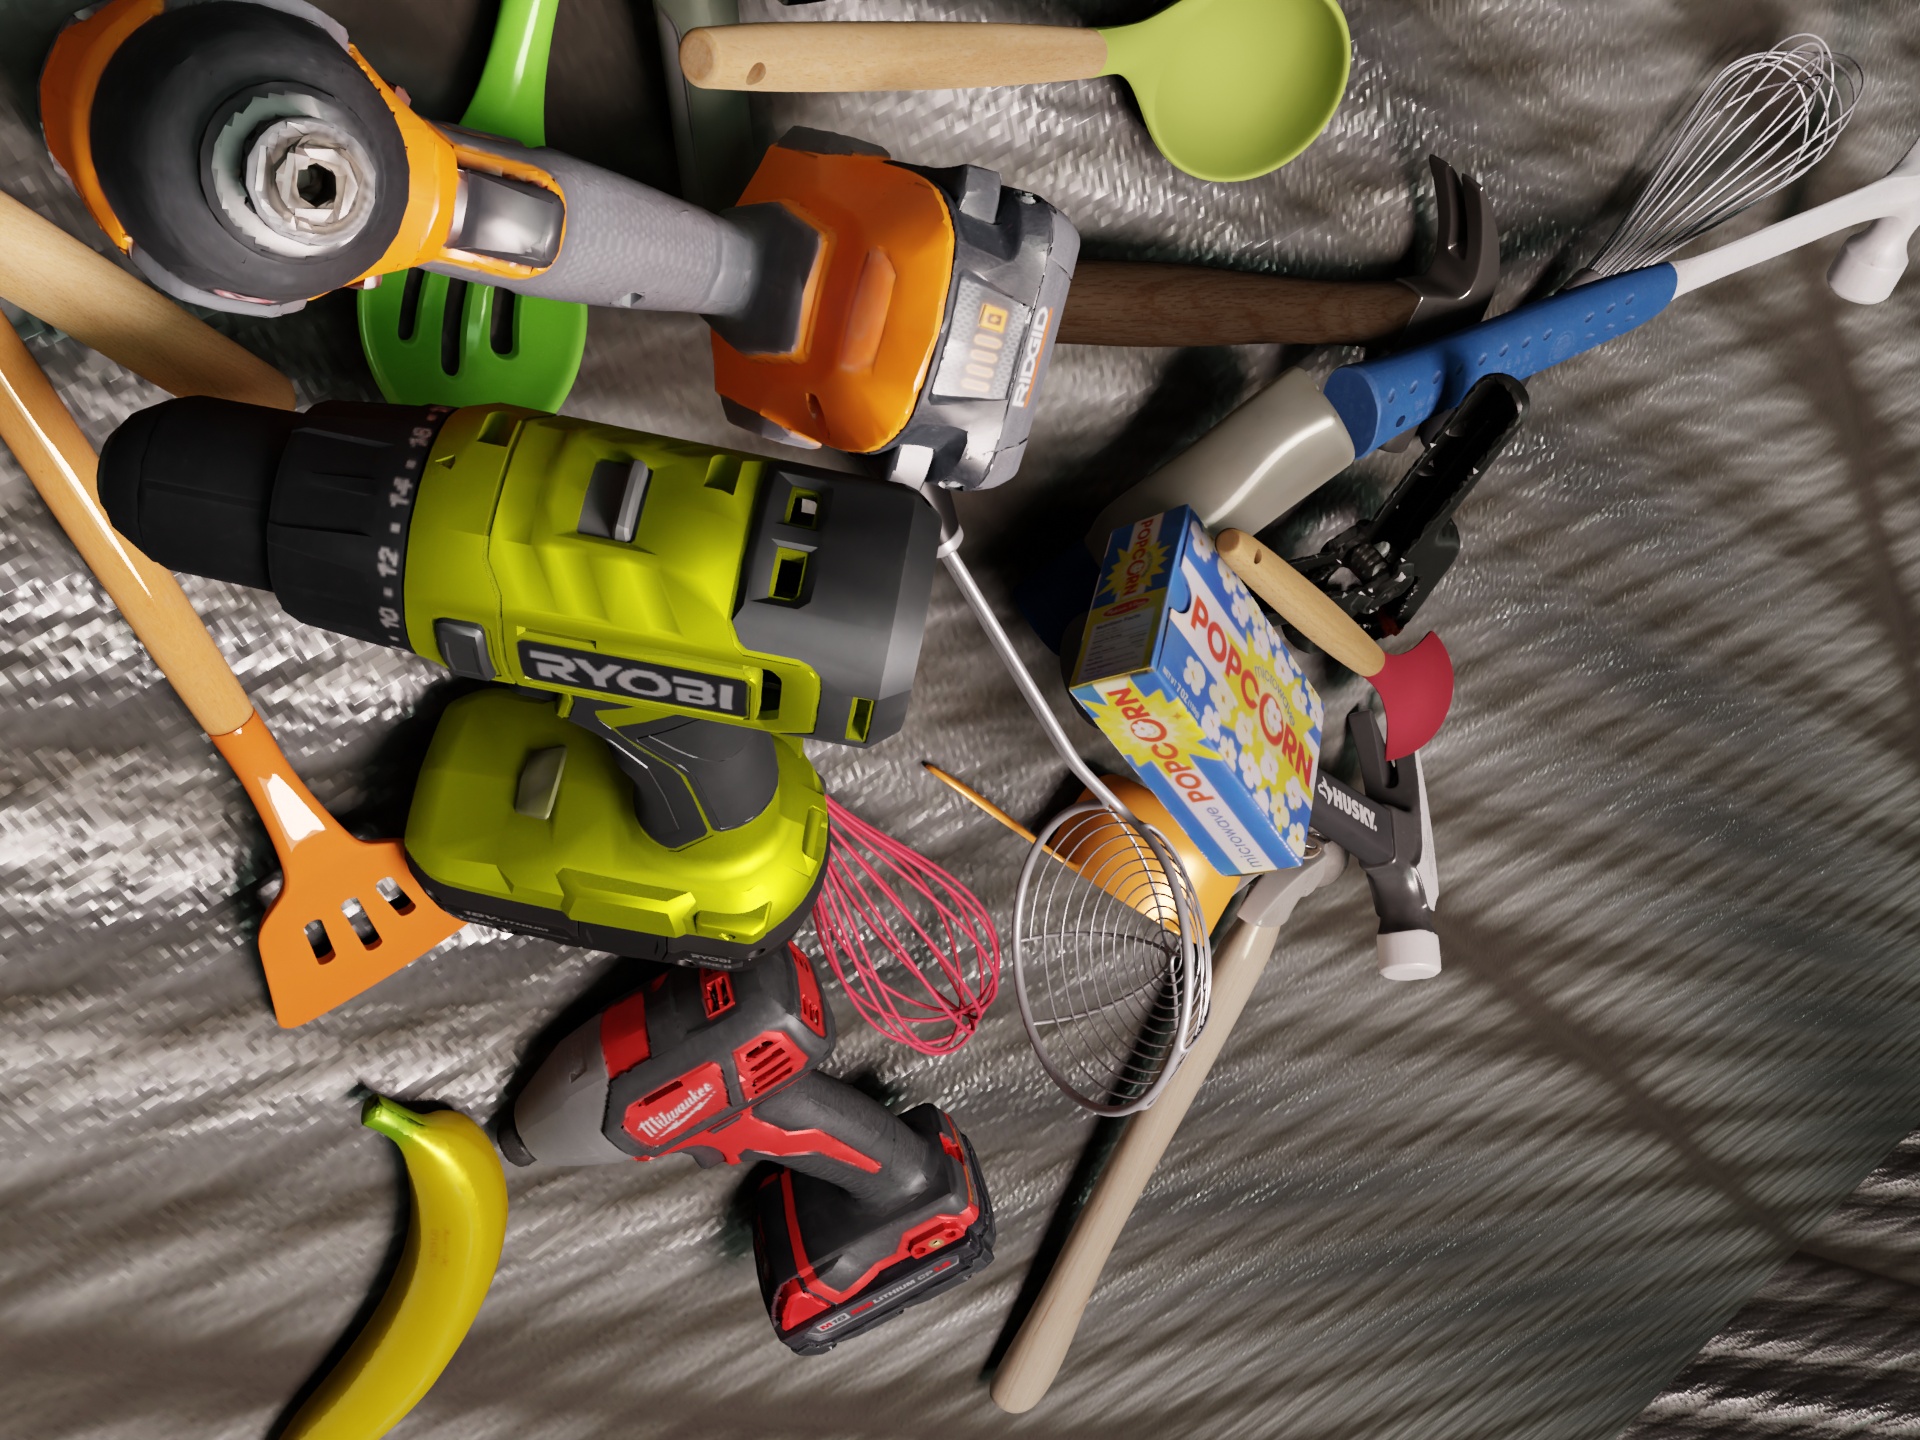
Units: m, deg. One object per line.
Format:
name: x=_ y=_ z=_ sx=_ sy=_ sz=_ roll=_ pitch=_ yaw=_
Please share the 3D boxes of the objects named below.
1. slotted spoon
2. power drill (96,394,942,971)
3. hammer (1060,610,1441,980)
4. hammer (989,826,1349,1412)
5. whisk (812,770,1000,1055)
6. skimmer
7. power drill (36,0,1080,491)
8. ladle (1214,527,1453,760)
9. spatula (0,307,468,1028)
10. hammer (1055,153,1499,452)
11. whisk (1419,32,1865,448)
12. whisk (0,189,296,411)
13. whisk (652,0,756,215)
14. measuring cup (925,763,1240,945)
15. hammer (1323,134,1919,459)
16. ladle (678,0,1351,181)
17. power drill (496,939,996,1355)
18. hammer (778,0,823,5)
slotted spoon: x=-0.108 y=-0.226 z=0.429 sx=0.070 sy=0.031 sz=0.313 roll=1 pitch=115 yaw=-42
power drill: x=-0.113 y=-0.007 z=0.448 sx=0.190 sy=0.080 sz=0.228 roll=10 pitch=154 yaw=-4
hammer: x=0.149 y=0.019 z=0.751 sx=0.334 sy=0.035 sz=0.146 roll=27 pitch=57 yaw=-48
hammer: x=0.100 y=0.244 z=0.908 sx=0.146 sy=0.038 sz=0.410 roll=-15 pitch=132 yaw=-58
whisk: x=-0.055 y=0.043 z=0.642 sx=0.073 sy=0.073 sz=0.295 roll=-41 pitch=130 yaw=-12
skimmer: x=-0.001 y=-0.002 z=0.596 sx=0.090 sy=0.127 sz=0.363 roll=-39 pitch=119 yaw=-15
power drill: x=-0.086 y=-0.114 z=0.380 sx=0.226 sy=0.164 sz=0.084 roll=5 pitch=108 yaw=-35
ladle: x=0.172 y=-0.034 z=0.699 sx=0.315 sy=0.031 sz=0.069 roll=22 pitch=87 yaw=-58
spatula: x=-0.230 y=-0.022 z=0.467 sx=0.081 sy=0.041 sz=0.322 roll=-33 pitch=131 yaw=-21
hammer: x=0.104 y=-0.165 z=0.628 sx=0.331 sy=0.031 sz=0.130 roll=-9 pitch=135 yaw=-39
whisk: x=0.334 y=-0.233 z=0.790 sx=0.284 sy=0.070 sz=0.070 roll=-44 pitch=138 yaw=-1
whisk: x=-0.239 y=-0.120 z=0.344 sx=0.244 sy=0.047 sz=0.051 roll=38 pitch=60 yaw=-61
whisk: x=-0.075 y=-0.222 z=0.415 sx=0.059 sy=0.058 sz=0.246 roll=-23 pitch=147 yaw=-17
measuring cup: x=0.060 y=0.043 z=0.736 sx=0.173 sy=0.095 sz=0.052 roll=33 pitch=89 yaw=-30
hammer: x=0.334 y=-0.210 z=0.739 sx=0.405 sy=0.035 sz=0.144 roll=-24 pitch=146 yaw=-22
ladle: x=0.035 y=-0.195 z=0.481 sx=0.320 sy=0.062 sz=0.078 roll=-32 pitch=160 yaw=-51
power drill: x=-0.087 y=0.186 z=0.687 sx=0.143 sy=0.079 sz=0.219 roll=-29 pitch=132 yaw=7
hammer: x=-0.009 y=-0.356 z=0.372 sx=0.127 sy=0.034 sz=0.336 roll=-10 pitch=118 yaw=-5
